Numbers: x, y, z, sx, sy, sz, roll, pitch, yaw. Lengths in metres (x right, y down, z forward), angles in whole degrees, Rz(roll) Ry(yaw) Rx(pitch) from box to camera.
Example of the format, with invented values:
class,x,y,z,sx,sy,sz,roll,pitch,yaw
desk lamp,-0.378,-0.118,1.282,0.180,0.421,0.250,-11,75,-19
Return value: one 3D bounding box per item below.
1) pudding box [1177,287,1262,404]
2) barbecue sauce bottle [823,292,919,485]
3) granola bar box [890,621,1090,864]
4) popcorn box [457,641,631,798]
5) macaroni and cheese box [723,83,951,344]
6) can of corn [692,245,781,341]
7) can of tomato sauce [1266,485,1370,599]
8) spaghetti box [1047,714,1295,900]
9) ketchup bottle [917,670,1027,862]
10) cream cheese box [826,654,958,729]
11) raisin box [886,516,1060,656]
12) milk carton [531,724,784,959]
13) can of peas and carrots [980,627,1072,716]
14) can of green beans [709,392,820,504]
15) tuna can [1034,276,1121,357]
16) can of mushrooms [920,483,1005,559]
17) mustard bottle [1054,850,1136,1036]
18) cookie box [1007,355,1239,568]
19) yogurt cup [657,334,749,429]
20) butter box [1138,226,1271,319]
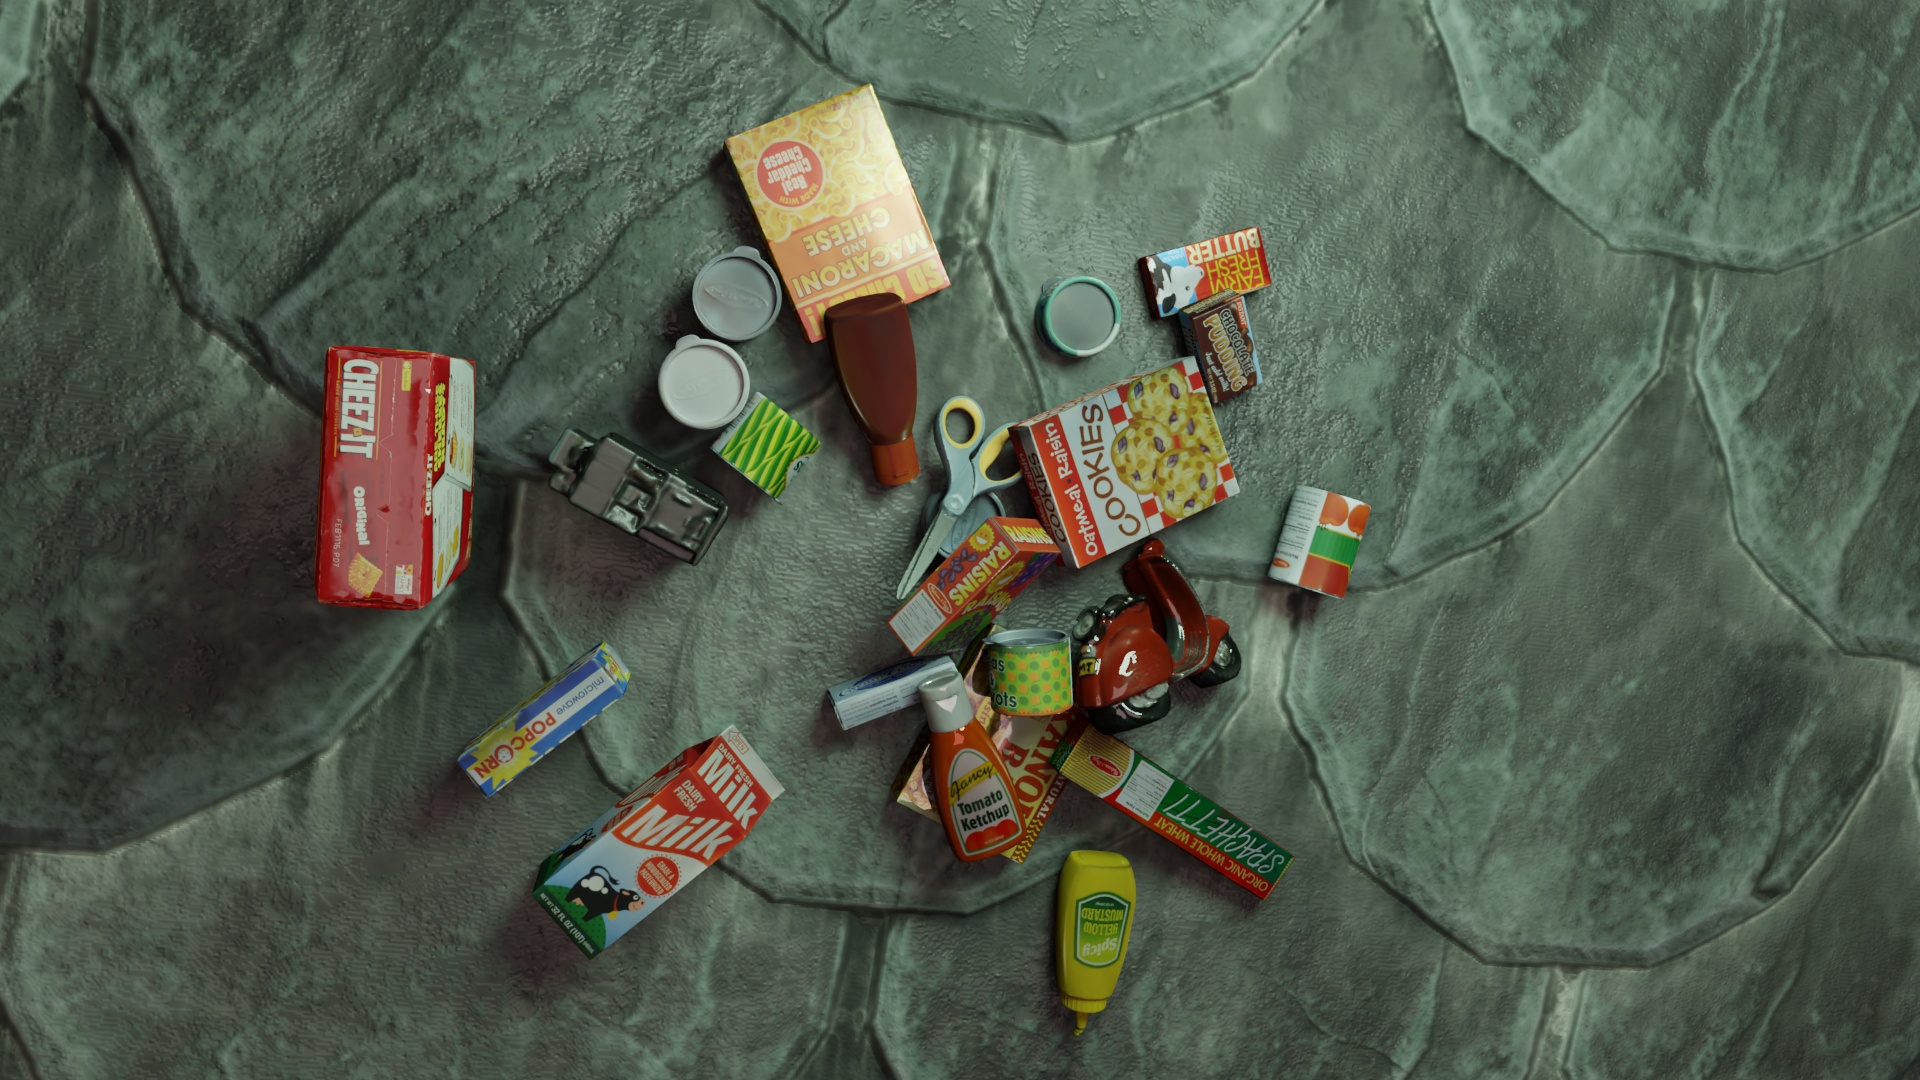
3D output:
class,x,y,z,sx,sy,sz,roll,pitch,yaw
pudding box,0.216,-0.161,1.153,0.050,0.030,0.083,-24,120,-8
barbecue sauce bottle,-0.062,-0.115,1.084,0.065,0.044,0.147,-17,119,-12
granola bar box,0.036,0.166,1.155,0.124,0.039,0.165,29,89,-13
popcorn box,-0.314,0.133,1.057,0.127,0.085,0.038,-37,100,-5
macaroni and cheese box,-0.095,-0.254,1.088,0.124,0.040,0.166,-24,99,-8
can of corn,-0.172,-0.189,1.069,0.071,0.058,0.071,-1,96,-11
can of tomato sauce,0.306,0.002,1.181,0.071,0.071,0.083,17,92,-13
spaghetti box,0.182,0.229,1.174,0.250,0.029,0.050,35,88,-23
ketchup bottle,0.004,0.177,1.100,0.065,0.043,0.148,-20,104,-10
cream cheese box,-0.054,0.119,1.125,0.104,0.053,0.024,-20,101,-9
raisin box,0.011,0.036,1.093,0.123,0.086,0.040,-45,70,18
milk carton,-0.234,0.230,1.089,0.191,0.073,0.072,-37,101,-6
can of peas and carrots,0.053,0.104,1.098,0.071,0.071,0.058,-5,97,-11
can of green beans,-0.151,-0.073,1.081,0.071,0.071,0.058,39,87,-12
tuna can,0.095,-0.185,1.137,0.071,0.033,0.071,-1,96,-12
can of mushrooms,0.004,-0.014,1.135,0.071,0.033,0.071,-1,95,-11
mustard bottle,0.111,0.347,1.183,0.065,0.049,0.160,4,94,-10
cookie box,0.135,-0.065,1.136,0.168,0.040,0.122,-24,100,-22
yogurt cup,-0.198,-0.121,1.073,0.072,0.054,0.072,-1,96,-11
butter box,0.204,-0.224,1.160,0.104,0.024,0.053,-17,99,-9
